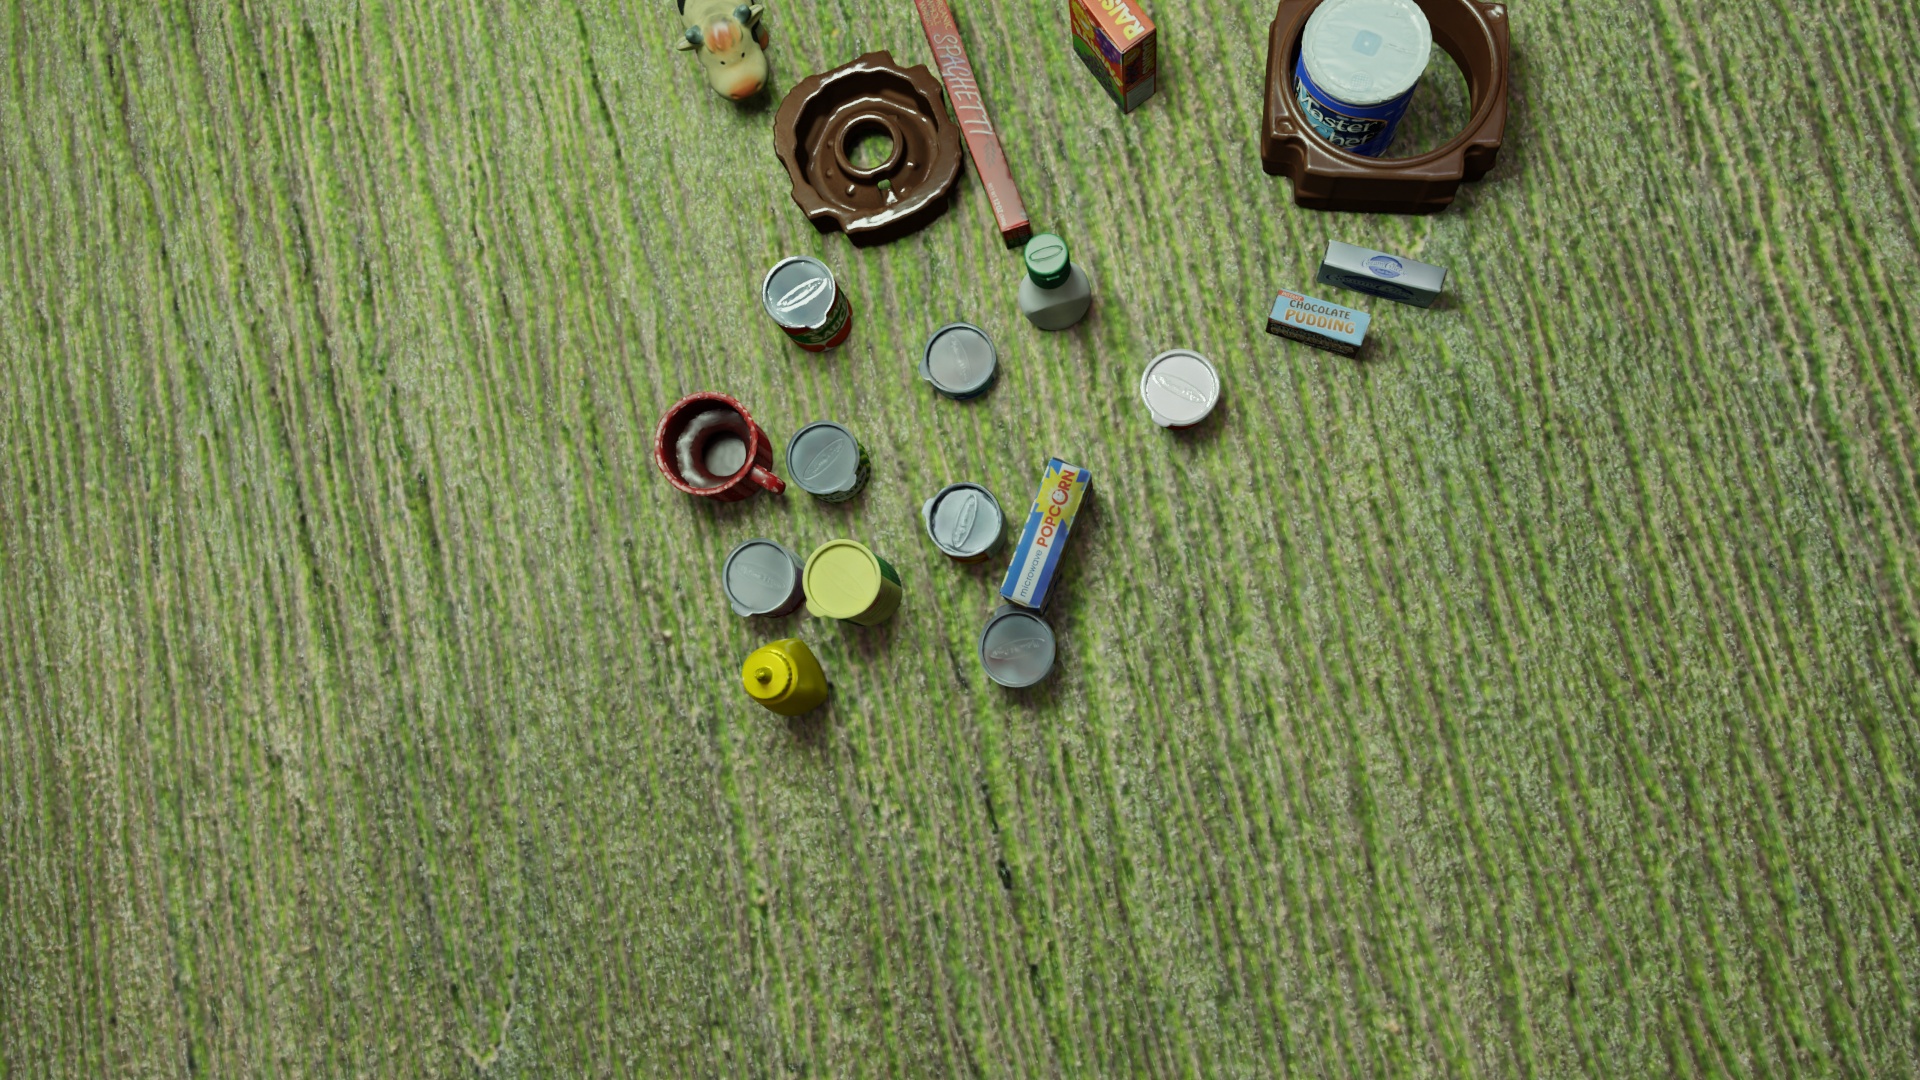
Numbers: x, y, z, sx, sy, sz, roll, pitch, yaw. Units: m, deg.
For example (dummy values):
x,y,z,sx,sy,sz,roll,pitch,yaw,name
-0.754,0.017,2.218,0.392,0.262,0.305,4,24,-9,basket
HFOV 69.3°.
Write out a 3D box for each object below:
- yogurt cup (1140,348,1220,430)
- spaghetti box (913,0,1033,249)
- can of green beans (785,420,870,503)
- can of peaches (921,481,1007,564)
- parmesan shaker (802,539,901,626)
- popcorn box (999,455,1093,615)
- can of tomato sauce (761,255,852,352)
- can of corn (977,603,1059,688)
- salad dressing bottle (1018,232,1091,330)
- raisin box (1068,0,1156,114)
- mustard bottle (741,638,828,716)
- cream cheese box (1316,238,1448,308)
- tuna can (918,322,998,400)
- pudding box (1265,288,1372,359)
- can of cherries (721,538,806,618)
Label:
x,y,z,sx,sy,sz,roll,pitch,yaw,name
0.192,-0.129,1.216,0.072,0.054,0.072,-1,82,7,yogurt cup
0.012,-0.390,1.279,0.029,0.050,0.250,-20,80,4,spaghetti box
-0.117,-0.069,1.244,0.071,0.058,0.071,-1,82,7,can of green beans
0.004,-0.015,1.220,0.071,0.058,0.071,-1,82,7,can of peaches
-0.094,0.040,1.201,0.071,0.103,0.071,-1,82,7,parmesan shaker
0.075,-0.001,1.196,0.038,0.085,0.127,20,85,10,popcorn box
-0.135,-0.211,1.254,0.071,0.083,0.071,-1,82,7,can of tomato sauce
0.050,0.092,1.199,0.071,0.058,0.071,-1,82,7,can of corn
0.079,-0.223,1.196,0.064,0.147,0.044,-16,81,5,salad dressing bottle
0.135,-0.446,1.235,0.040,0.123,0.086,-34,79,2,raisin box
-0.153,0.114,1.168,0.049,0.160,0.065,-28,80,3,mustard bottle
0.366,-0.231,1.210,0.104,0.053,0.024,16,85,9,cream cheese box
-0.002,-0.160,1.256,0.071,0.033,0.071,-1,82,7,tuna can
0.312,-0.189,1.213,0.084,0.049,0.030,19,85,9,pudding box
-0.174,0.036,1.234,0.071,0.058,0.071,-1,82,7,can of cherries
